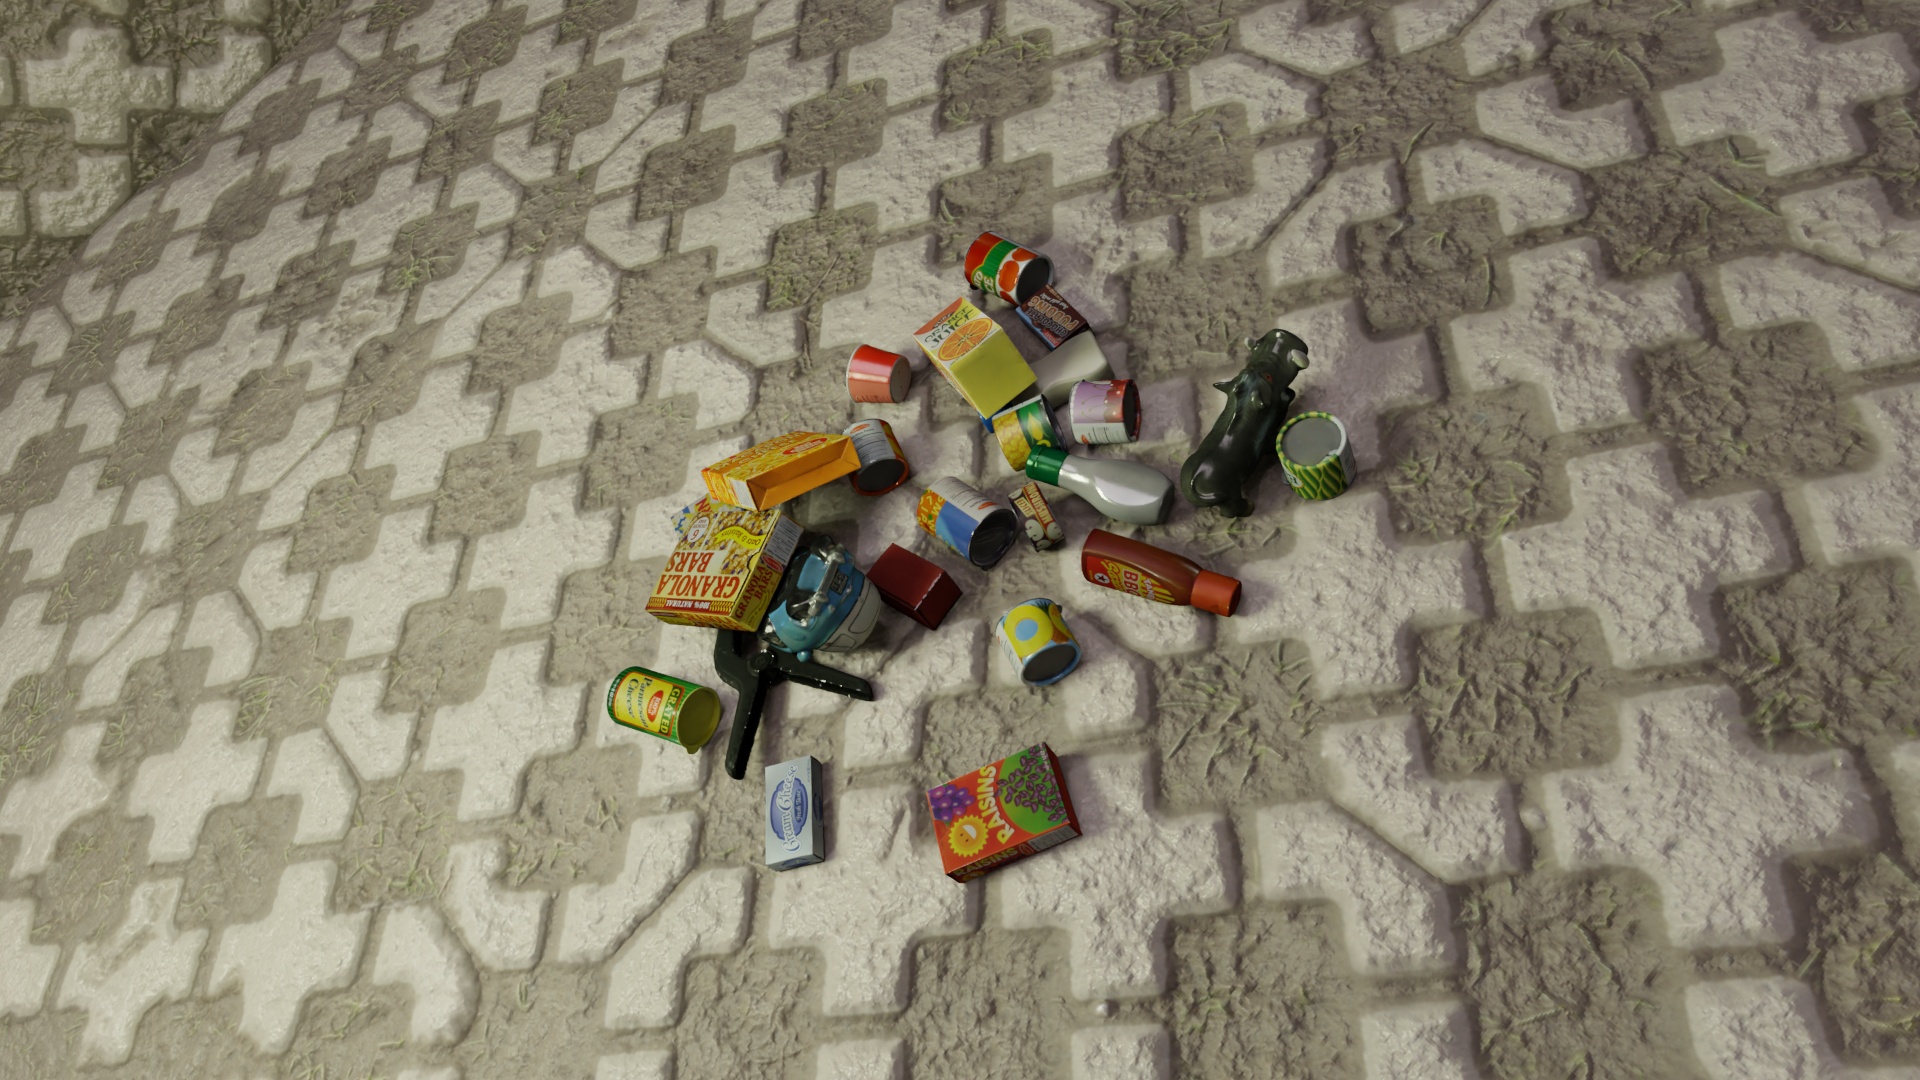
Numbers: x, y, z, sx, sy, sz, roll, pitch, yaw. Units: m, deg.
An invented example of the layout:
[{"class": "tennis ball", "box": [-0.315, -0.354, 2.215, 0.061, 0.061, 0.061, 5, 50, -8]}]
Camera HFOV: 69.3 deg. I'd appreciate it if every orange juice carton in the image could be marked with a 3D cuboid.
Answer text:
[{"class": "orange juice carton", "box": [0.008, -0.207, 1.516, 0.072, 0.073, 0.193, -38, 28, 1]}]

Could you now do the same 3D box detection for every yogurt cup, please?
[{"class": "yogurt cup", "box": [-0.092, -0.187, 1.579, 0.054, 0.072, 0.072, 11, 66, 22]}]

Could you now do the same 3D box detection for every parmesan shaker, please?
[{"class": "parmesan shaker", "box": [-0.313, 0.177, 1.457, 0.103, 0.071, 0.071, 11, 66, 31]}]

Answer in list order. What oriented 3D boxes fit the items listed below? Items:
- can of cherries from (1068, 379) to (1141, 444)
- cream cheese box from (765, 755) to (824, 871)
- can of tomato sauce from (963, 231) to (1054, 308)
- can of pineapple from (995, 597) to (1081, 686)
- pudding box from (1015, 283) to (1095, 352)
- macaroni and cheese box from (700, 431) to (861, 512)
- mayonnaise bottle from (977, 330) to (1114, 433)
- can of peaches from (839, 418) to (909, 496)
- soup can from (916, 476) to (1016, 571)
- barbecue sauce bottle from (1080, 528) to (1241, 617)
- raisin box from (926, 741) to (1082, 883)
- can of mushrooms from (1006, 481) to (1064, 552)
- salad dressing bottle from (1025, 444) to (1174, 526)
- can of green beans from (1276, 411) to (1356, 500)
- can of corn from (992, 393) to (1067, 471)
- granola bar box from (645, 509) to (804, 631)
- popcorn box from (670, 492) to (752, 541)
[{"class": "can of cherries", "box": [0.150, -0.135, 1.430, 0.058, 0.071, 0.072, -1, 61, 25]}, {"class": "cream cheese box", "box": [-0.163, 0.266, 1.356, 0.053, 0.024, 0.104, -18, 54, 16]}, {"class": "can of tomato sauce", "box": [0.054, -0.306, 1.582, 0.083, 0.071, 0.071, 33, 78, 36]}, {"class": "can of pineapple", "box": [0.076, 0.096, 1.322, 0.071, 0.070, 0.058, -32, 53, 4]}, {"class": "pudding box", "box": [0.105, -0.242, 1.541, 0.049, 0.030, 0.084, -38, 52, 1]}, {"class": "macaroni and cheese box", "box": [-0.196, -0.078, 1.501, 0.124, 0.040, 0.166, -25, 17, -22]}, {"class": "mayonnaise bottle", "box": [0.089, -0.166, 1.496, 0.148, 0.041, 0.065, -29, 51, 9]}, {"class": "can of peaches", "box": [-0.095, -0.089, 1.518, 0.071, 0.071, 0.058, -30, 58, 6]}, {"class": "soup can", "box": [0.005, -0.018, 1.429, 0.084, 0.071, 0.071, 33, 78, 37]}, {"class": "barbecue sauce bottle", "box": [0.190, 0.034, 1.313, 0.148, 0.064, 0.044, 17, 61, 23]}, {"class": "raisin box", "box": [0.038, 0.248, 1.263, 0.123, 0.040, 0.086, -25, 54, 11]}, {"class": "can of mushrooms", "box": [0.075, -0.025, 1.395, 0.033, 0.071, 0.071, -28, 53, 6]}, {"class": "salad dressing bottle", "box": [0.138, -0.059, 1.386, 0.148, 0.043, 0.064, 20, 57, 22]}, {"class": "can of green beans", "box": [0.336, -0.080, 1.314, 0.071, 0.057, 0.071, -12, 56, 19]}, {"class": "can of corn", "box": [0.073, -0.110, 1.452, 0.058, 0.071, 0.071, -23, 54, 12]}, {"class": "granola bar box", "box": [-0.249, 0.030, 1.452, 0.165, 0.039, 0.124, 0, 59, 47]}, {"class": "popcorn box", "box": [-0.267, 0.002, 1.560, 0.085, 0.038, 0.127, -32, 52, 3]}]
